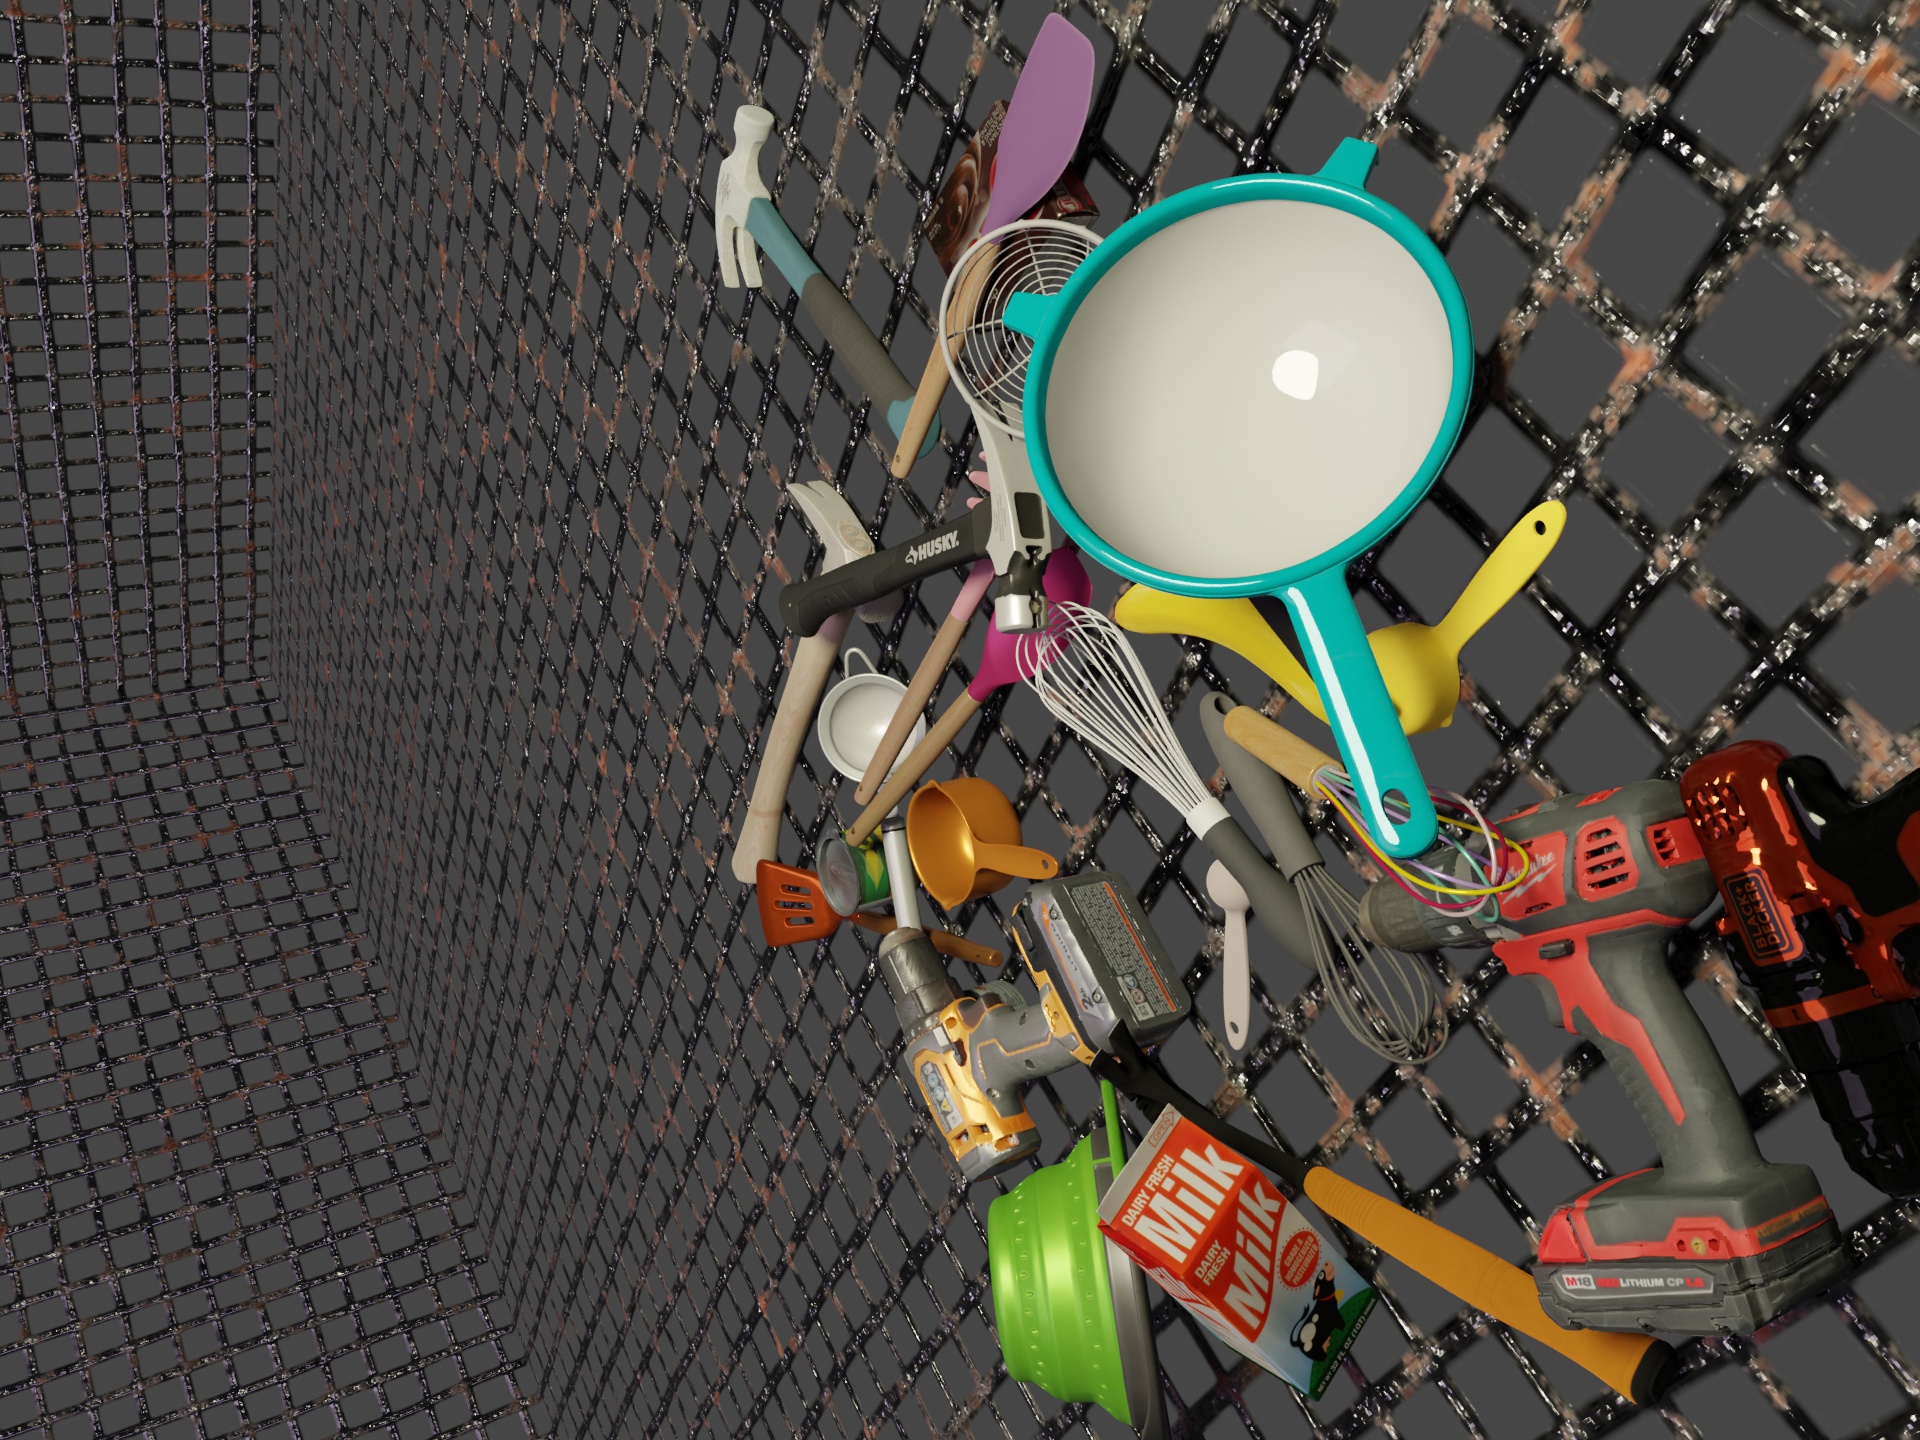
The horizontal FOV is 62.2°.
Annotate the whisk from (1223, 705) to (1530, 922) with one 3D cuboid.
[{"bbox_3d":[0.194,0.037,0.777,0.051,0.047,0.245,48,179,-24],"label":"whisk"}]

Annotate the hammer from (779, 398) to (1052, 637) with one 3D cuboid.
[{"bbox_3d":[-0.044,-0.110,1.088,0.335,0.035,0.146,-12,80,59],"label":"hammer"}]

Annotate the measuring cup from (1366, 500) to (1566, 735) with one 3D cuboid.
[{"bbox_3d":[0.235,-0.048,0.763,0.062,0.029,0.156,60,146,25],"label":"measuring cup"}]

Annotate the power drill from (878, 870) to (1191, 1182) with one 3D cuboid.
[{"bbox_3d":[0.033,0.185,1.073,0.226,0.084,0.185,-49,59,40],"label":"power drill"}]

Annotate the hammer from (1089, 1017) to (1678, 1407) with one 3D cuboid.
[{"bbox_3d":[0.214,0.259,0.850,0.337,0.034,0.127,20,158,48],"label":"hammer"}]

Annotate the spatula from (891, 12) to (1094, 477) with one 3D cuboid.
[{"bbox_3d":[0.012,-0.271,0.973,0.060,0.018,0.315,52,138,25],"label":"spatula"}]

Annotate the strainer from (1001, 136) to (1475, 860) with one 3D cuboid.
[{"bbox_3d":[0.160,-0.091,0.756,0.211,0.095,0.341,-21,71,16],"label":"strainer"}]

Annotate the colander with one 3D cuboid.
[{"bbox_3d":[0.083,0.423,1.028,0.205,0.094,0.396,-90,-9,-65],"label":"colander"}]

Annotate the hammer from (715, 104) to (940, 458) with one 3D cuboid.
[{"bbox_3d":[-0.104,-0.317,1.193,0.331,0.033,0.128,56,141,30],"label":"hammer"}]

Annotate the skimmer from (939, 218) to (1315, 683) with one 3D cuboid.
[{"bbox_3d":[0.104,-0.133,0.857,0.127,0.090,0.364,-51,50,29],"label":"skimmer"}]

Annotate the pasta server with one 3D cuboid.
[{"bbox_3d":[-0.017,-0.053,1.106,0.316,0.040,0.060,-61,41,35],"label":"pasta server"}]

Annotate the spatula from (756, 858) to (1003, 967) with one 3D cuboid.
[{"bbox_3d":[-0.072,0.168,1.293,0.323,0.041,0.081,6,104,55],"label":"spatula"}]

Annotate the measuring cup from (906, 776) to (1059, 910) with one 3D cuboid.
[{"bbox_3d":[0.030,0.086,1.103,0.174,0.052,0.095,5,104,54],"label":"measuring cup"}]

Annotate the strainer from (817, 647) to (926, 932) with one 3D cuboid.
[{"bbox_3d":[-0.054,0.072,1.219,0.087,0.050,0.258,-10,88,16],"label":"strainer"}]

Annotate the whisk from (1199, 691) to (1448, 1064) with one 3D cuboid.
[{"bbox_3d":[0.191,0.080,0.865,0.239,0.055,0.055,65,145,28],"label":"whisk"}]

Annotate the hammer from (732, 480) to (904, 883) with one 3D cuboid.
[{"bbox_3d":[-0.145,-0.009,1.353,0.146,0.038,0.410,57,142,32],"label":"hammer"}]

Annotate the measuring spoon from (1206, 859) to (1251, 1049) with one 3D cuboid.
[{"bbox_3d":[0.160,0.141,0.951,0.034,0.018,0.124,15,114,54],"label":"measuring spoon"}]

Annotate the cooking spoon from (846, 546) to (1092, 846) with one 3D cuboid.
[{"bbox_3d":[-0.002,-0.004,1.109,0.318,0.017,0.069,-49,55,38],"label":"cooking spoon"}]

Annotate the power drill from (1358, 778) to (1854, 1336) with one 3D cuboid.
[{"bbox_3d":[0.279,0.151,0.723,0.188,0.080,0.227,-31,72,56],"label":"power drill"}]

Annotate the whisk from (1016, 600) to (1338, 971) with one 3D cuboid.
[{"bbox_3d":[0.127,0.035,0.938,0.285,0.070,0.070,53,140,25],"label":"whisk"}]
